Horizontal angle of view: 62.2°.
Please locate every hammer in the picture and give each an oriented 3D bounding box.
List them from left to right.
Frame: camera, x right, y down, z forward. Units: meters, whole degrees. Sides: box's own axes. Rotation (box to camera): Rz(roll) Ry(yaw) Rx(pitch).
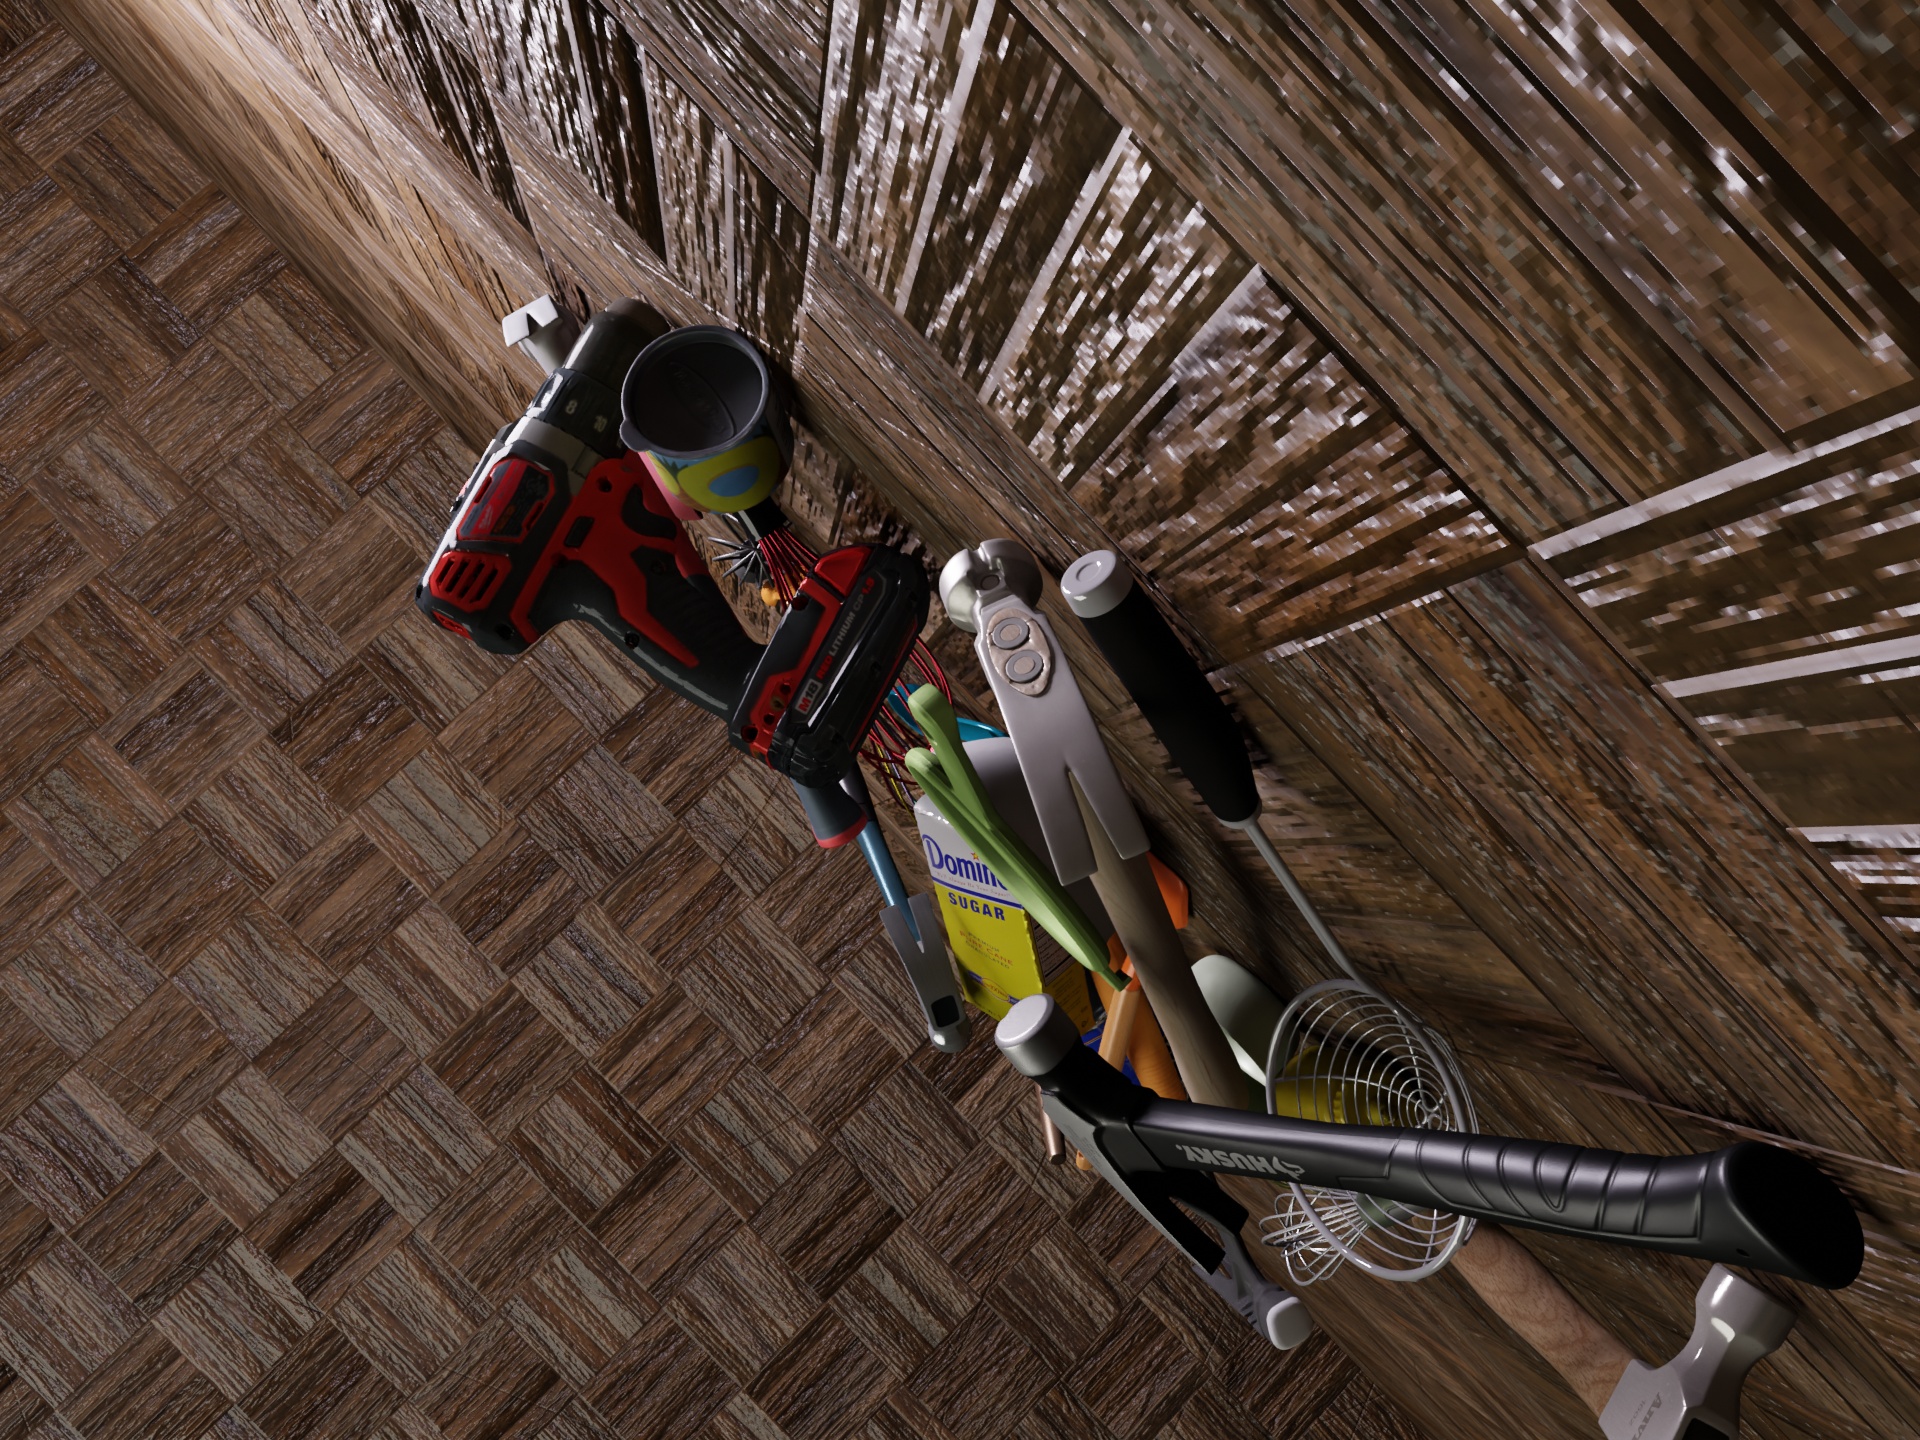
[{"bbox_3d":[-0.162,-0.080,0.978,0.386,0.038,0.143,61,177,-18],"label":"hammer"},{"bbox_3d":[-0.070,0.068,1.124,0.128,0.033,0.331,78,168,-57],"label":"hammer"},{"bbox_3d":[0.085,0.100,0.706,0.410,0.038,0.146,62,-174,-50],"label":"hammer"},{"bbox_3d":[0.134,0.244,1.048,0.337,0.034,0.127,66,167,-8],"label":"hammer"},{"bbox_3d":[0.153,0.165,0.581,0.146,0.035,0.335,52,149,-17],"label":"hammer"},{"bbox_3d":[0.259,0.266,0.720,0.031,0.130,0.331,30,179,3],"label":"hammer"}]

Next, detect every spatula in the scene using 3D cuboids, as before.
[{"bbox_3d":[0.058,0.223,1.256,0.059,0.018,0.316,51,-163,-30],"label":"spatula"},{"bbox_3d":[0.093,0.180,0.972,0.081,0.041,0.322,40,139,34],"label":"spatula"}]

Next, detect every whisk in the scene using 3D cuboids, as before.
[{"bbox_3d":[-0.133,-0.105,1.011,0.055,0.055,0.239,47,175,-7],"label":"whisk"},{"bbox_3d":[-0.091,-0.086,0.856,0.295,0.073,0.073,55,169,-14],"label":"whisk"},{"bbox_3d":[-0.061,-0.004,1.159,0.051,0.047,0.244,37,163,52],"label":"whisk"},{"bbox_3d":[0.225,0.269,0.875,0.057,0.059,0.246,9,153,-8],"label":"whisk"}]

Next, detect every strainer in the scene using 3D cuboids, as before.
[{"bbox_3d":[0.032,0.031,0.779,0.152,0.069,0.256,45,171,28],"label":"strainer"}]

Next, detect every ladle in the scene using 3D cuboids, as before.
[{"bbox_3d":[-0.169,-0.156,1.014,0.069,0.031,0.315,49,169,-17],"label":"ladle"}]

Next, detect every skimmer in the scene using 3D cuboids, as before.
[{"bbox_3d":[0.111,0.090,0.612,0.362,0.090,0.127,52,171,-35],"label":"skimmer"}]

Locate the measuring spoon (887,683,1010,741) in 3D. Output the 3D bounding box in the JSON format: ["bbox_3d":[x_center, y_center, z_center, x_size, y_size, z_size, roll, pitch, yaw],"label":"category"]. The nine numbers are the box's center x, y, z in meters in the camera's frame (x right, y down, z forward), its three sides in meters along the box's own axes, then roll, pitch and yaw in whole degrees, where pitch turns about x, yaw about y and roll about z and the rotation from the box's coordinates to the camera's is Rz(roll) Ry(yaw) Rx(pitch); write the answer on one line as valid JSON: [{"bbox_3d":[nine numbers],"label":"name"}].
[{"bbox_3d":[-0.002,-0.003,0.974,0.042,0.021,0.129,52,160,-28],"label":"measuring spoon"}]

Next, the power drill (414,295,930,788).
[{"bbox_3d":[-0.127,-0.087,0.772,0.227,0.188,0.080,26,170,4],"label":"power drill"}]

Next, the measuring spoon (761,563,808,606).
[{"bbox_3d":[-0.118,-0.090,1.056,0.011,0.021,0.117,5,177,-18],"label":"measuring spoon"}]

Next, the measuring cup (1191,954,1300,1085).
[{"bbox_3d":[0.155,0.172,0.949,0.083,0.038,0.167,46,173,2],"label":"measuring cup"}]
